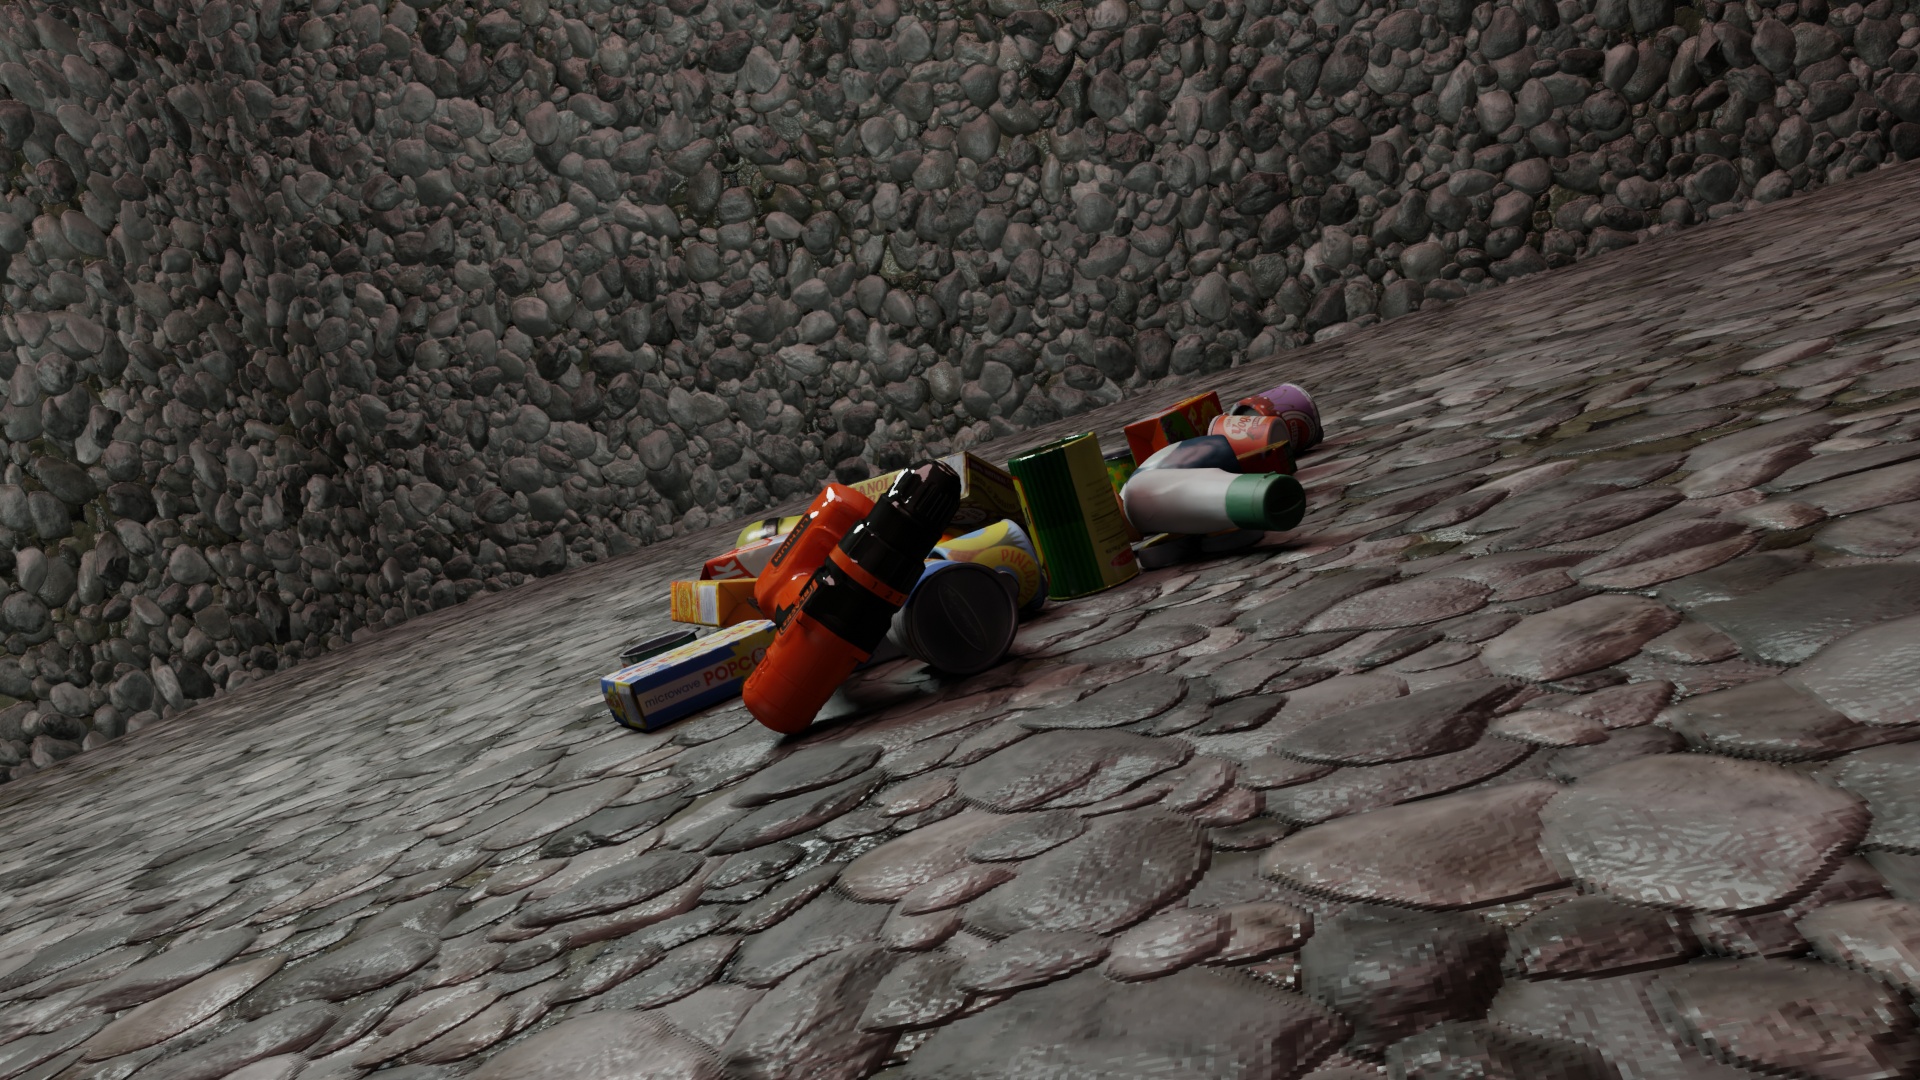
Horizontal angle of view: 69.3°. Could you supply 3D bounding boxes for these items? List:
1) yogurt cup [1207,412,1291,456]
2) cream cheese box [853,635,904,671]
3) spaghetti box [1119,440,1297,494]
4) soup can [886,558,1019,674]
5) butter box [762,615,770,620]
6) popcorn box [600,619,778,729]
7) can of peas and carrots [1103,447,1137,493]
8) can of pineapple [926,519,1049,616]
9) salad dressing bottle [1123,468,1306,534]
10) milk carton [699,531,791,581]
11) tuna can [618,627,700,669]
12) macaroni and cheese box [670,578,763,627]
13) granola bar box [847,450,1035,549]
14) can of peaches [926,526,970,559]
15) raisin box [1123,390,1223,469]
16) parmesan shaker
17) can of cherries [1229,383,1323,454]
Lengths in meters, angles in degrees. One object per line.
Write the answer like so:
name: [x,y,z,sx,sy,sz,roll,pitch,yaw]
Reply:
yogurt cup: [0.248,-0.076,1.185,0.054,0.072,0.073,-4,13,34]
cream cheese box: [-0.073,0.074,0.964,0.104,0.024,0.053,-18,5,1]
spaghetti box: [0.150,-0.030,1.135,0.249,0.028,0.050,-18,3,29]
soup can: [-0.006,0.043,0.851,0.071,0.071,0.083,-20,6,-15]
butter box: [-0.101,0.050,1.089,0.103,0.024,0.053,3,5,-3]
popcorn box: [-0.191,0.097,1.020,0.127,0.038,0.085,-21,6,-28]
can of peas and carrots: [0.162,-0.055,1.248,0.071,0.058,0.071,-18,6,2]
can of pineapple: [0.017,0.026,0.940,0.058,0.071,0.071,-21,7,-21]
salad dressing bottle: [0.169,-0.026,0.936,0.064,0.044,0.147,-19,11,-26]
milk carton: [-0.176,0.034,1.350,0.190,0.073,0.072,-15,7,24]
tuna can: [-0.249,0.100,1.172,0.071,0.032,0.071,-18,7,2]
macaroni and cheese box: [-0.171,0.052,1.198,0.124,0.040,0.166,-1,-1,-25]
granola bar box: [0.004,-0.014,1.087,0.124,0.039,0.165,-14,-23,34]
can of peaches: [-0.015,0.028,1.011,0.071,0.071,0.058,-15,7,24]
raisin box: [0.196,-0.075,1.203,0.040,0.086,0.124,-17,6,36]
parmesan shaker: [0.079,-0.018,0.973,0.071,0.103,0.071,-18,6,2]
can of cherries: [0.296,-0.107,1.305,0.058,0.071,0.071,-21,7,-24]
